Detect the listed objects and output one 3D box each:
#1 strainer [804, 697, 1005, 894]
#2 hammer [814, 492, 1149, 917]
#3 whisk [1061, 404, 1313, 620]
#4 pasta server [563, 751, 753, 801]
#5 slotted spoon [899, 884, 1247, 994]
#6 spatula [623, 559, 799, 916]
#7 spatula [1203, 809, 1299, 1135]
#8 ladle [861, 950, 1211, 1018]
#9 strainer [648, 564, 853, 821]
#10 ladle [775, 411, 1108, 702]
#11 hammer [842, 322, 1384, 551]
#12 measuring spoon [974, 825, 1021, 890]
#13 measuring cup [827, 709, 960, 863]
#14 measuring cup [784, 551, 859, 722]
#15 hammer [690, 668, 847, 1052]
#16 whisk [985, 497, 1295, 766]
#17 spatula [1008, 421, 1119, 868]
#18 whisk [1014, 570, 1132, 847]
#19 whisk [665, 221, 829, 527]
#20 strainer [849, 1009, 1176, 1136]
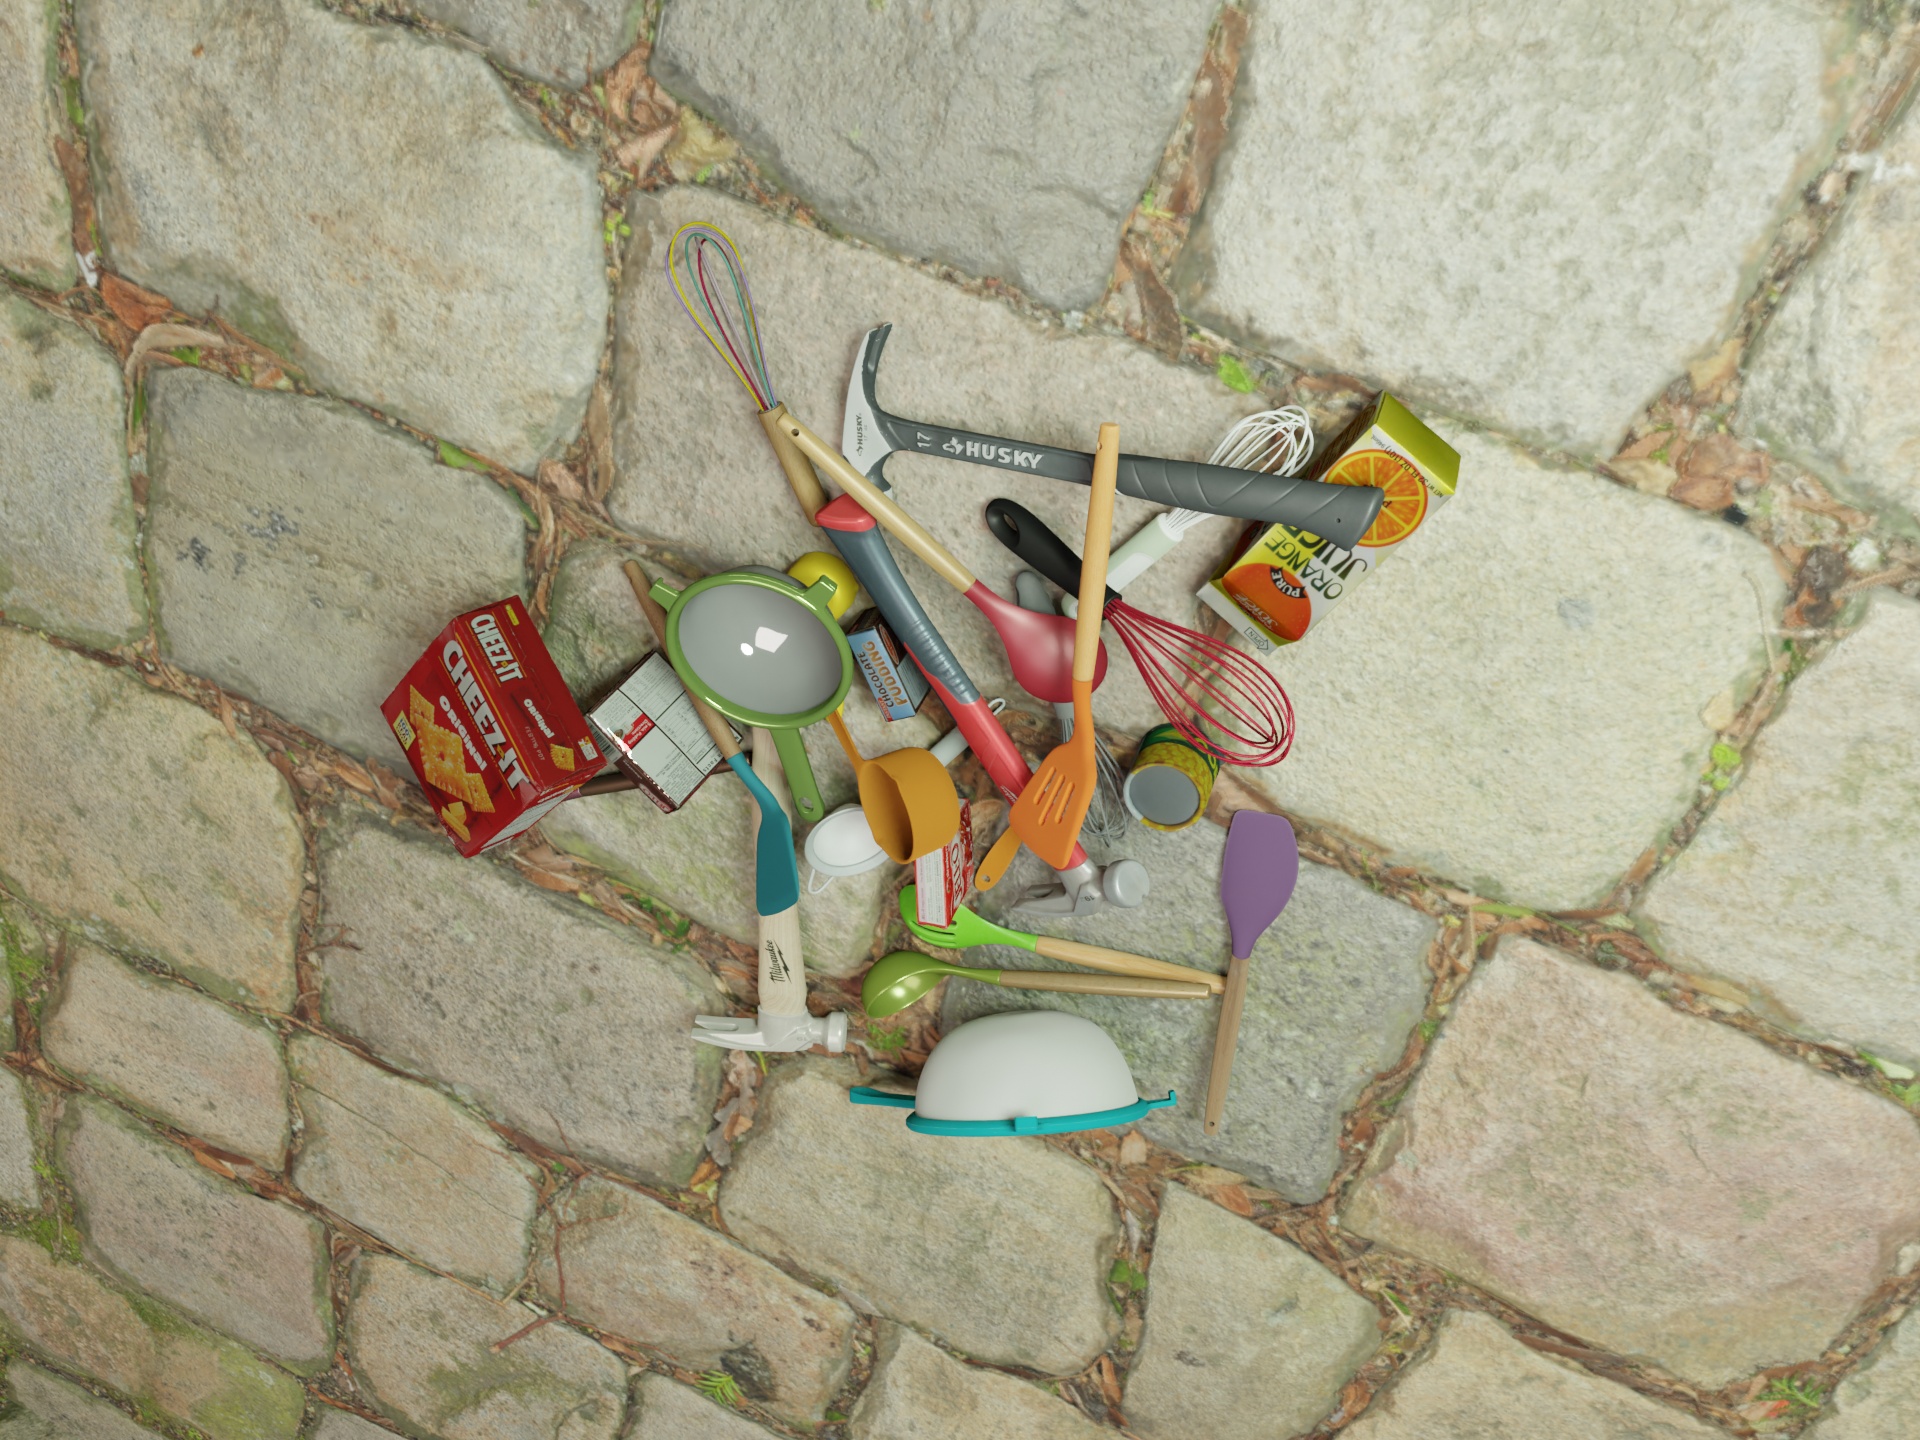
[{"bbox_3d":[-0.050,0.058,1.341,0.086,0.050,0.258,24,127,-38],"label":"strainer"},{"bbox_3d":[-0.002,-0.004,1.241,0.143,0.038,0.386,-14,114,52],"label":"hammer"},{"bbox_3d":[0.156,-0.142,1.138,0.057,0.059,0.246,25,135,-29],"label":"whisk"},{"bbox_3d":[-0.326,0.060,1.449,0.316,0.040,0.060,-10,96,24],"label":"pasta server"},{"bbox_3d":[0.091,0.198,1.378,0.314,0.031,0.070,11,133,13],"label":"slotted spoon"},{"bbox_3d":[-0.209,0.011,1.326,0.082,0.044,0.317,-27,91,56],"label":"spatula"},{"bbox_3d":[0.232,0.217,1.323,0.060,0.018,0.315,11,115,12],"label":"spatula"},{"bbox_3d":[0.060,0.237,1.380,0.320,0.078,0.062,0,76,24],"label":"ladle"},{"bbox_3d":[-0.141,-0.030,1.279,0.151,0.069,0.256,0,131,16],"label":"strainer"},{"bbox_3d":[-0.012,-0.117,1.166,0.315,0.031,0.069,40,104,-15],"label":"ladle"},{"bbox_3d":[0.090,-0.179,1.098,0.409,0.036,0.149,15,122,27],"label":"hammer"},{"bbox_3d":[0.040,0.107,1.355,0.021,0.011,0.116,30,129,1],"label":"measuring spoon"},{"bbox_3d":[-0.058,0.032,1.281,0.174,0.052,0.095,59,152,25],"label":"measuring cup"},{"bbox_3d":[-0.113,-0.061,1.297,0.062,0.029,0.156,7,119,17],"label":"measuring cup"},{"bbox_3d":[-0.175,0.130,1.418,0.146,0.038,0.410,3,119,1],"label":"hammer"},{"bbox_3d":[0.121,-0.069,1.137,0.296,0.073,0.073,43,129,23],"label":"whisk"},{"bbox_3d":[0.081,-0.051,1.119,0.081,0.041,0.322,41,134,50],"label":"spatula"},{"bbox_3d":[0.085,-0.006,1.247,0.055,0.055,0.238,-10,112,26],"label":"whisk"},{"bbox_3d":[-0.148,-0.256,1.191,0.051,0.047,0.244,-3,123,36],"label":"whisk"},{"bbox_3d":[0.012,0.308,1.427,0.340,0.211,0.095,-10,80,46],"label":"strainer"}]
